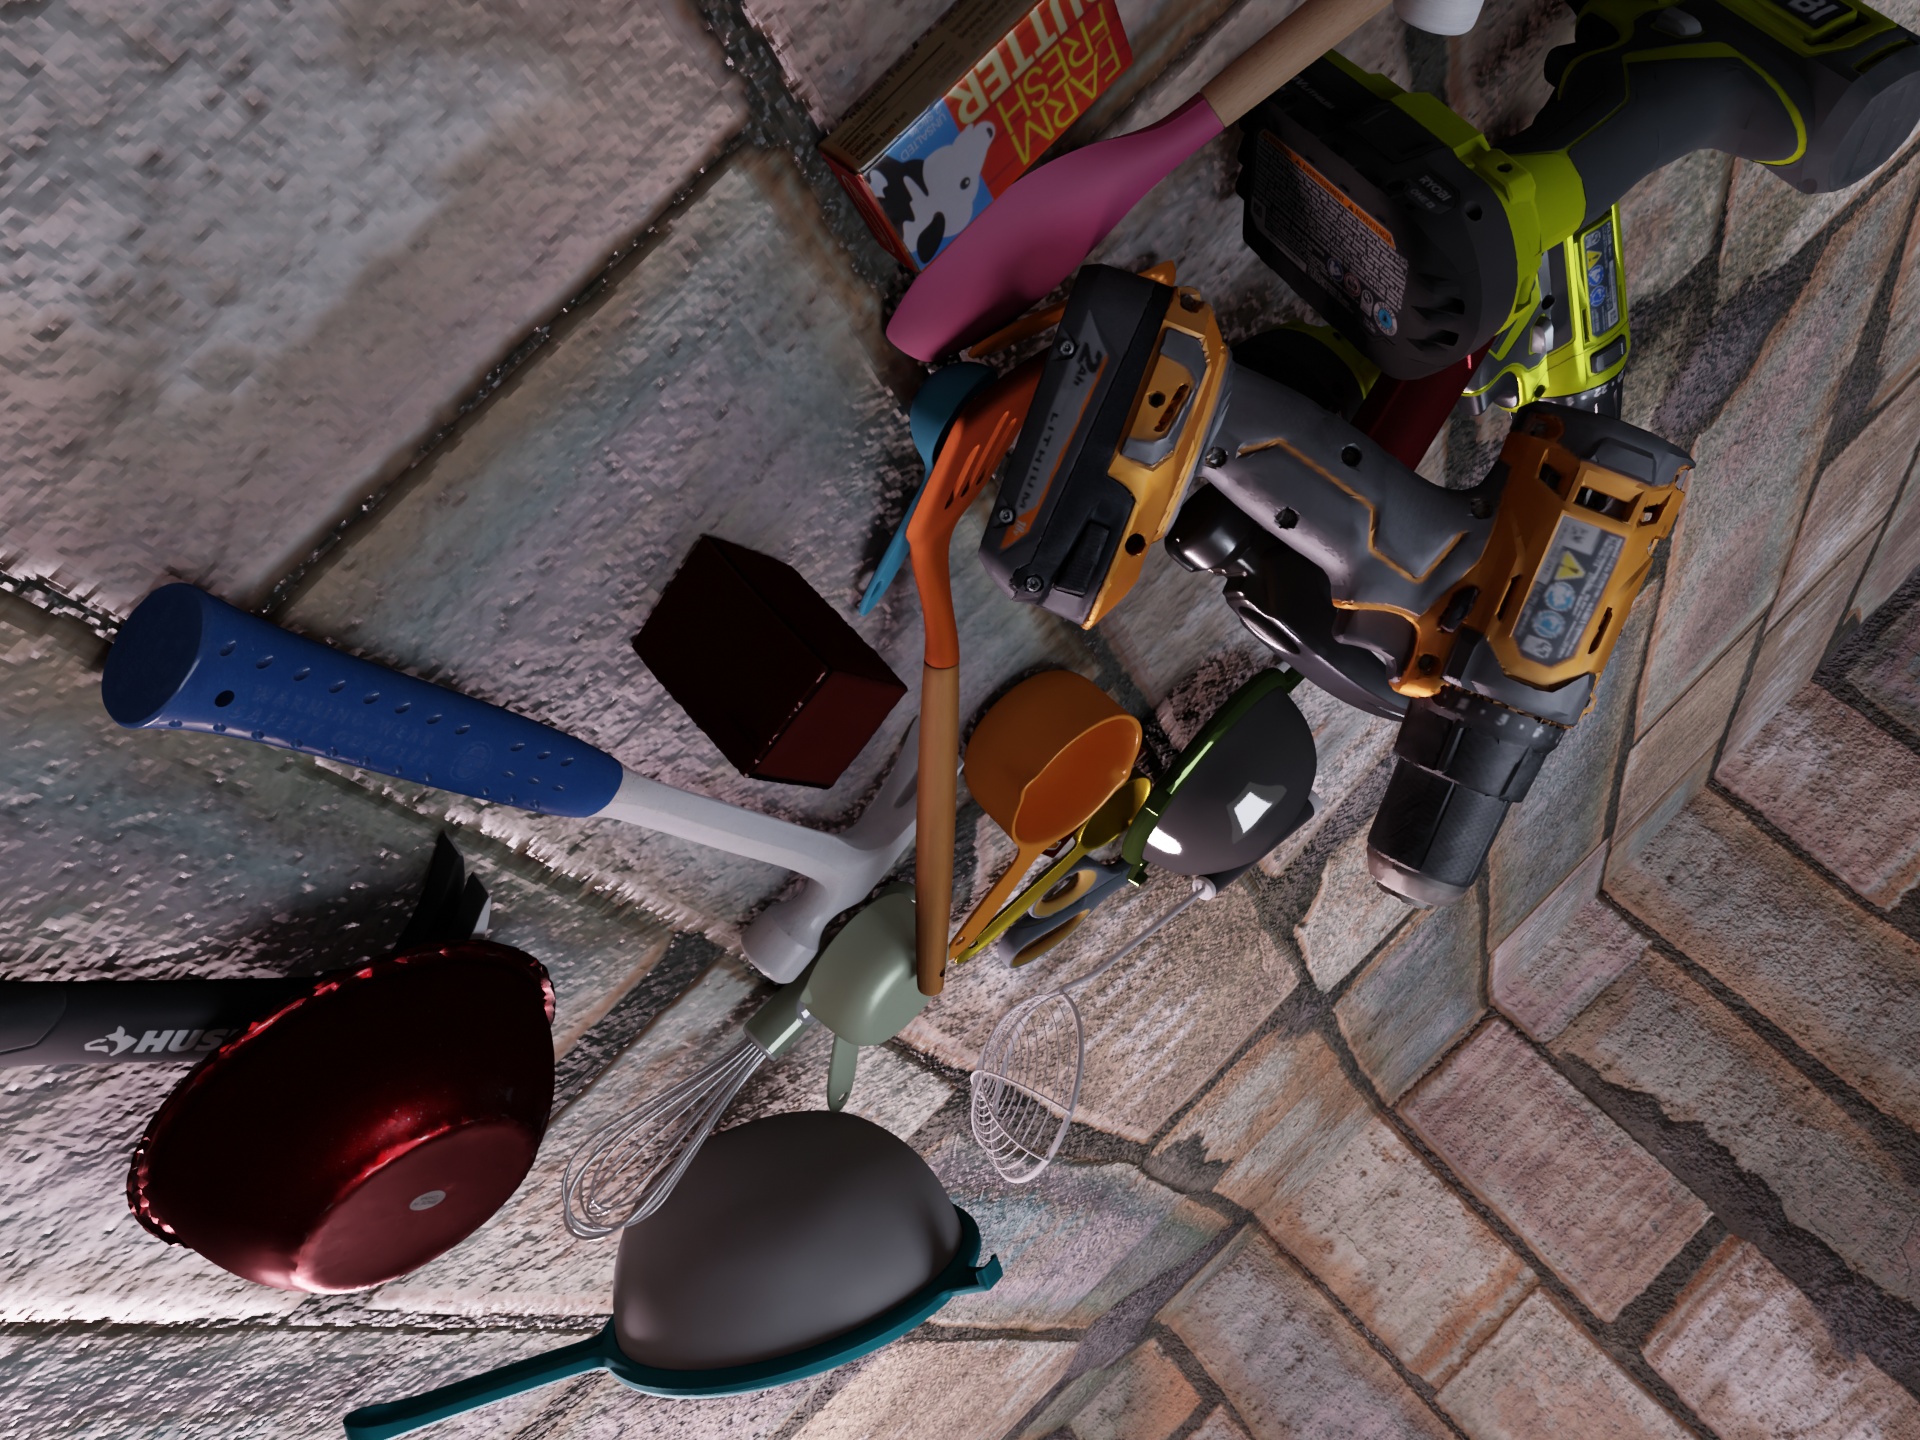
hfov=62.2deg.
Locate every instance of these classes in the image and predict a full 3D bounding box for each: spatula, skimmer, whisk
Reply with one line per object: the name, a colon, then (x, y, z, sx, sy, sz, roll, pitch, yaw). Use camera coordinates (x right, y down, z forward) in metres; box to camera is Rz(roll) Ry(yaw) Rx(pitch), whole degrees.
spatula: (-0.001, -0.002, 0.678, 0.081, 0.041, 0.322, -44, 145, -48)
skimmer: (0.146, 0.177, 1.125, 0.363, 0.090, 0.127, -34, -177, -25)
whisk: (-0.110, 0.173, 0.822, 0.246, 0.059, 0.057, -44, 125, -12)

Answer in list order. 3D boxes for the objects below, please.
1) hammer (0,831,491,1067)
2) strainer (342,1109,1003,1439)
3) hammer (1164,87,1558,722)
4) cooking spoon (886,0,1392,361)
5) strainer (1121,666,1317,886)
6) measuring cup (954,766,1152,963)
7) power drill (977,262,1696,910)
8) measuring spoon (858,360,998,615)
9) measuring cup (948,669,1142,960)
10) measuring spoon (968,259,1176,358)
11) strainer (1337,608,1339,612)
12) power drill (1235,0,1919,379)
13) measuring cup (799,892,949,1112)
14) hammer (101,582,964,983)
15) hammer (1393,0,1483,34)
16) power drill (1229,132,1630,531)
hammer: (-0.288, 0.087, 0.473, 0.146, 0.035, 0.334, -51, 152, 13)
strainer: (-0.160, 0.285, 0.848, 0.340, 0.095, 0.211, -14, -176, -16)
hammer: (0.238, -0.185, 0.681, 0.386, 0.143, 0.038, -57, -161, -12)
cooking spoon: (0.104, -0.217, 0.522, 0.319, 0.017, 0.068, -35, 161, 19)
strainer: (0.206, 0.010, 0.981, 0.256, 0.069, 0.151, -44, 162, -16)
measuring cup: (0.047, 0.080, 0.930, 0.156, 0.029, 0.062, -44, 153, 3)
power drill: (0.121, -0.046, 0.570, 0.084, 0.226, 0.185, -79, -171, -79)
measuring spoon: (-0.022, -0.090, 0.621, 0.042, 0.021, 0.128, -45, 169, -47)
measuring cup: (0.023, 0.049, 0.828, 0.095, 0.052, 0.173, -3, 133, -52)
measuring spoon: (0.045, -0.154, 0.607, 0.117, 0.011, 0.021, -32, -179, -37)
strainer: (0.194, -0.105, 0.867, 0.087, 0.050, 0.258, -51, 147, -3)
power drill: (0.225, -0.237, 0.612, 0.223, 0.171, 0.080, -29, 149, -12)
measuring cup: (-0.045, 0.161, 0.823, 0.083, 0.038, 0.167, -32, 146, -39)
hammer: (-0.128, 0.023, 0.603, 0.144, 0.035, 0.405, -49, 152, 7)
hammer: (0.276, -0.361, 0.598, 0.331, 0.033, 0.128, -35, 152, -34)
power drill: (0.235, -0.151, 0.766, 0.228, 0.080, 0.190, -34, 126, -19)
